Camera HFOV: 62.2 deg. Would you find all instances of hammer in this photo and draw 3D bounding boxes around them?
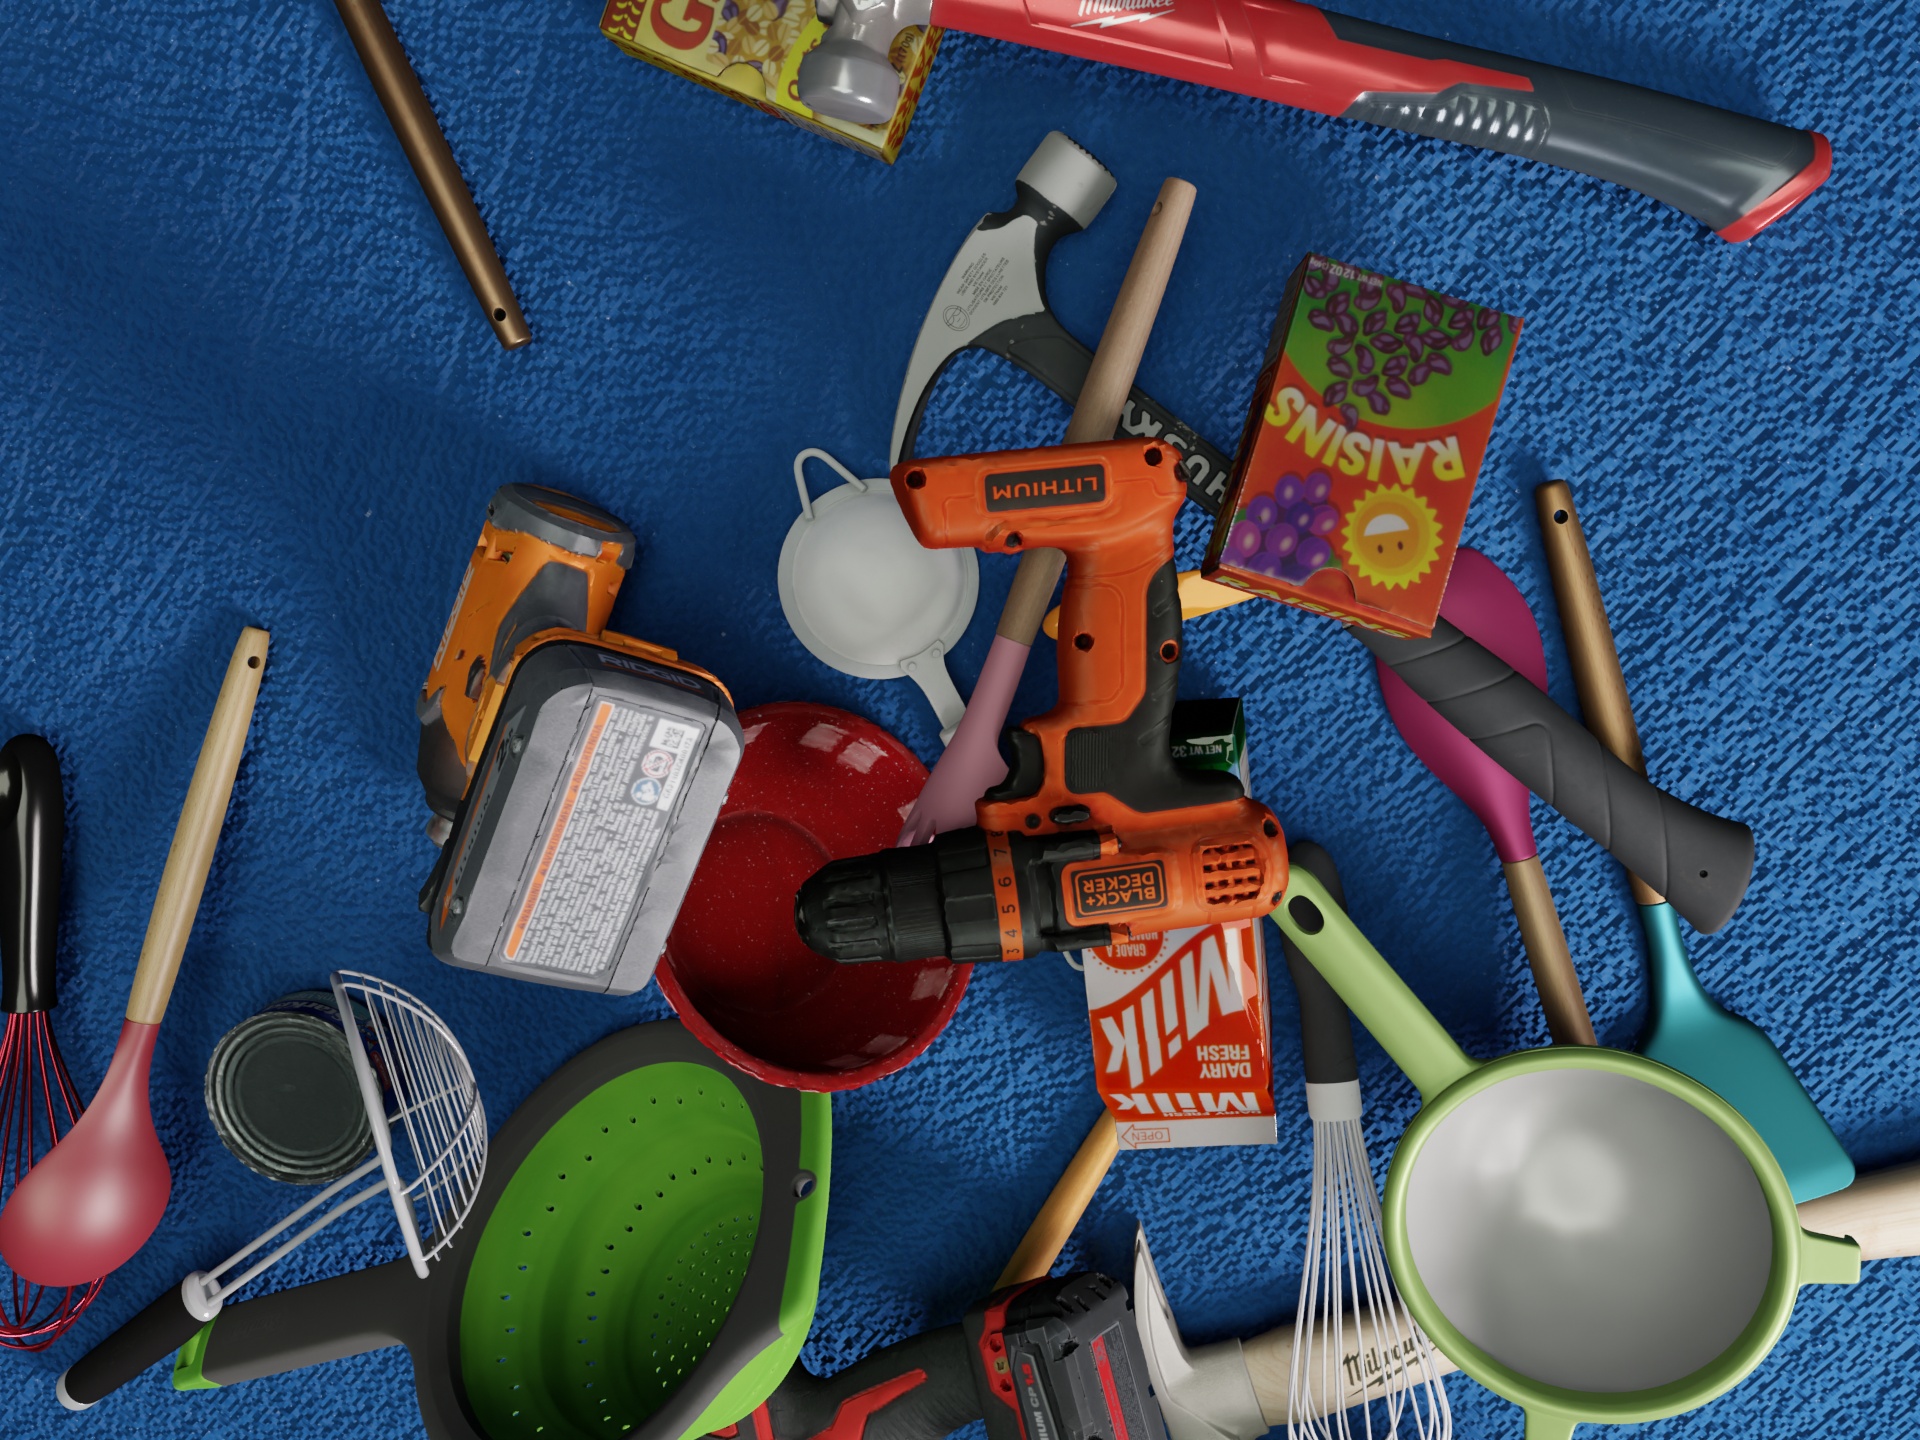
[{"bbox_3d":[0.151,-0.053,0.645,0.409,0.036,0.149,39,104,2],"label":"hammer"},{"bbox_3d":[0.141,-0.263,0.596,0.386,0.038,0.143,11,99,-4],"label":"hammer"},{"bbox_3d":[0.282,0.242,0.707,0.410,0.038,0.146,-19,97,8],"label":"hammer"}]

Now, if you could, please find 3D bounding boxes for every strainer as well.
[{"bbox_3d":[-0.001,-0.002,0.681,0.087,0.050,0.258,-30,101,-9],"label":"strainer"},{"bbox_3d":[0.215,0.155,0.646,0.151,0.069,0.256,-43,81,18],"label":"strainer"}]

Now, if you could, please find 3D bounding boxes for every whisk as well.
[{"bbox_3d":[-0.436,0.153,0.745,0.073,0.073,0.296,3,95,4],"label":"whisk"},{"bbox_3d":[0.163,0.193,0.675,0.070,0.070,0.285,-5,83,6],"label":"whisk"}]

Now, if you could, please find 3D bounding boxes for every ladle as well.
[{"bbox_3d":[-0.361,0.110,0.718,0.031,0.069,0.315,16,90,44],"label":"ladle"}]

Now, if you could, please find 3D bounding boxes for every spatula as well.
[{"bbox_3d":[-0.254,-0.301,0.657,0.060,0.018,0.316,-24,97,10],"label":"spatula"},{"bbox_3d":[0.001,0.303,0.741,0.081,0.041,0.322,33,101,22],"label":"spatula"},{"bbox_3d":[0.289,0.053,0.665,0.082,0.044,0.317,-17,98,10],"label":"spatula"}]

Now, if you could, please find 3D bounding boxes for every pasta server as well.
[{"bbox_3d":[0.036,-0.056,0.627,0.040,0.060,0.316,14,98,-41],"label":"pasta server"}]

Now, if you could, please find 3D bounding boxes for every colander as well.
[{"bbox_3d":[-0.199,0.269,0.726,0.397,0.205,0.094,-21,135,25],"label":"colander"}]

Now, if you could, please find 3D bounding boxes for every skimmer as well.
[{"bbox_3d":[-0.328,0.233,0.698,0.363,0.090,0.127,-37,66,24],"label":"skimmer"}]

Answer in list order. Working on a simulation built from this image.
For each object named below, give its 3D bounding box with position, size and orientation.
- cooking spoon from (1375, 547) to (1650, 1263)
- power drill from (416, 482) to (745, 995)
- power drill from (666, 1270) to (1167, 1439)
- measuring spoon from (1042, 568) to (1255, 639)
[{"bbox_3d":[0.244,0.082,0.672,0.069,0.017,0.319,-17,92,8],"label":"cooking spoon"},{"bbox_3d":[-0.165,0.013,0.615,0.084,0.227,0.164,17,105,-28],"label":"power drill"},{"bbox_3d":[-0.024,0.328,0.699,0.219,0.078,0.143,-20,76,23],"label":"power drill"},{"bbox_3d":[0.089,-0.049,0.633,0.117,0.011,0.021,-12,98,12],"label":"measuring spoon"}]
